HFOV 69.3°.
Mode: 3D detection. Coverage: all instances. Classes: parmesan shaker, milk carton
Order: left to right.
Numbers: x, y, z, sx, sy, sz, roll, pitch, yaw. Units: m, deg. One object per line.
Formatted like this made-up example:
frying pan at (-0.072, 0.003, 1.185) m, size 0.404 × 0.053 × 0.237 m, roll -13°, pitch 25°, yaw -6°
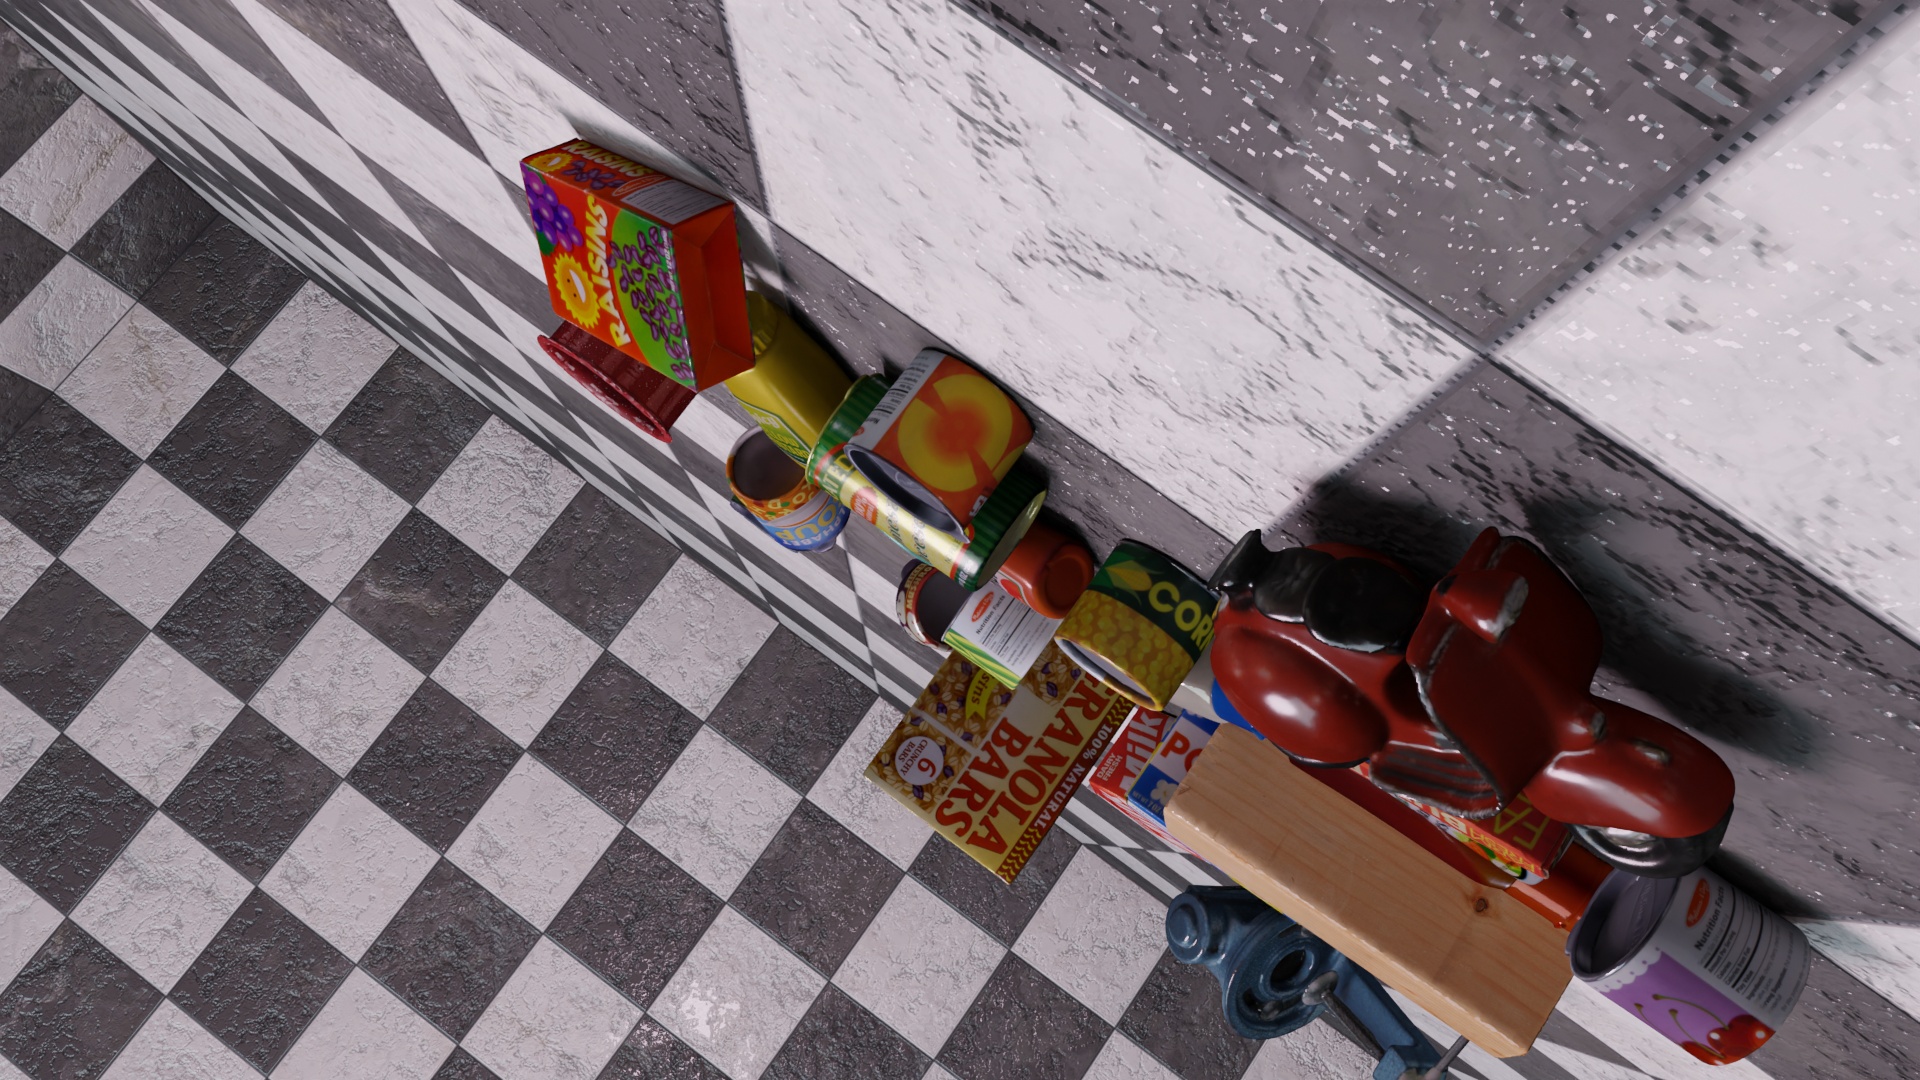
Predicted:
parmesan shaker at (-0.016, -0.030, 0.691) m, size 0.103 × 0.071 × 0.071 m, roll 34°, pitch 169°, yaw 10°
milk carton at (0.162, 0.176, 0.992) m, size 0.073 × 0.072 × 0.190 m, roll 42°, pitch 167°, yaw -27°

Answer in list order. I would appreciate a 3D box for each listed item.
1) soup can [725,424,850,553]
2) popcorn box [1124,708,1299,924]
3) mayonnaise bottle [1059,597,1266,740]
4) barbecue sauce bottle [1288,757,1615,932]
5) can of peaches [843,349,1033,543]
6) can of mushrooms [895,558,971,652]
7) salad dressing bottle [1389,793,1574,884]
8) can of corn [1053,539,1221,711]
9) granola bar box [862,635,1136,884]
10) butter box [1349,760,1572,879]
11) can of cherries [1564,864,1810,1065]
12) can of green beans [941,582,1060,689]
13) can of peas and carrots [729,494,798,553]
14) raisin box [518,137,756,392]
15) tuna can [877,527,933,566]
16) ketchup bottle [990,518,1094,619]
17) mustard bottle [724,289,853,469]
soup can at (-0.119, -0.036, 0.980) m, size 0.071 × 0.071 × 0.083 m, roll 32°, pitch 168°, yaw 23°
popcorn box at (0.174, 0.157, 0.834) m, size 0.127 × 0.085 × 0.038 m, roll 34°, pitch 168°, yaw 15°
mayonnaise bottle at (0.120, 0.066, 0.738) m, size 0.148 × 0.041 × 0.064 m, roll 21°, pitch 163°, yaw 51°
barbecue sauce bottle at (0.226, 0.125, 0.641) m, size 0.149 × 0.044 × 0.064 m, roll 33°, pitch 169°, yaw 14°
can of peaches at (-0.008, -0.043, 0.627) m, size 0.071 × 0.058 × 0.071 m, roll 34°, pitch 168°, yaw 8°
can of mushrooms at (-0.012, 0.044, 0.989) m, size 0.071 × 0.071 × 0.033 m, roll 41°, pitch 167°, yaw -20°
salad dressing bottle at (0.188, 0.086, 0.592) m, size 0.148 × 0.044 × 0.064 m, roll 33°, pitch 166°, yaw 18°
can of corn at (0.090, 0.043, 0.683) m, size 0.071 × 0.058 × 0.071 m, roll 35°, pitch 169°, yaw 8°
granola bar box at (0.031, 0.129, 0.948) m, size 0.124 × 0.166 × 0.039 m, roll 36°, pitch 171°, yaw 5°
butter box at (0.190, 0.080, 0.538) m, size 0.103 × 0.053 × 0.024 m, roll 30°, pitch 169°, yaw 31°
can of cherries at (0.287, 0.164, 0.551) m, size 0.058 × 0.071 × 0.071 m, roll 34°, pitch 169°, yaw 7°
can of green beans at (0.030, 0.054, 0.901) m, size 0.058 × 0.071 × 0.071 m, roll 35°, pitch 169°, yaw 5°
can of peas and carrots at (-0.136, -0.033, 1.071) m, size 0.071 × 0.059 × 0.071 m, roll 36°, pitch 169°, yaw 8°
raisin box at (-0.155, -0.134, 0.665) m, size 0.123 × 0.040 × 0.085 m, roll 29°, pitch 138°, yaw 35°
tuna can at (-0.027, -0.013, 0.881) m, size 0.071 × 0.033 × 0.071 m, roll 36°, pitch 169°, yaw 8°
ketchup bottle at (0.003, -0.010, 0.775) m, size 0.149 × 0.043 × 0.064 m, roll 31°, pitch 174°, yaw 32°
mustard bottle at (-0.097, -0.088, 0.738) m, size 0.065 × 0.049 × 0.159 m, roll 25°, pitch 165°, yaw 35°
